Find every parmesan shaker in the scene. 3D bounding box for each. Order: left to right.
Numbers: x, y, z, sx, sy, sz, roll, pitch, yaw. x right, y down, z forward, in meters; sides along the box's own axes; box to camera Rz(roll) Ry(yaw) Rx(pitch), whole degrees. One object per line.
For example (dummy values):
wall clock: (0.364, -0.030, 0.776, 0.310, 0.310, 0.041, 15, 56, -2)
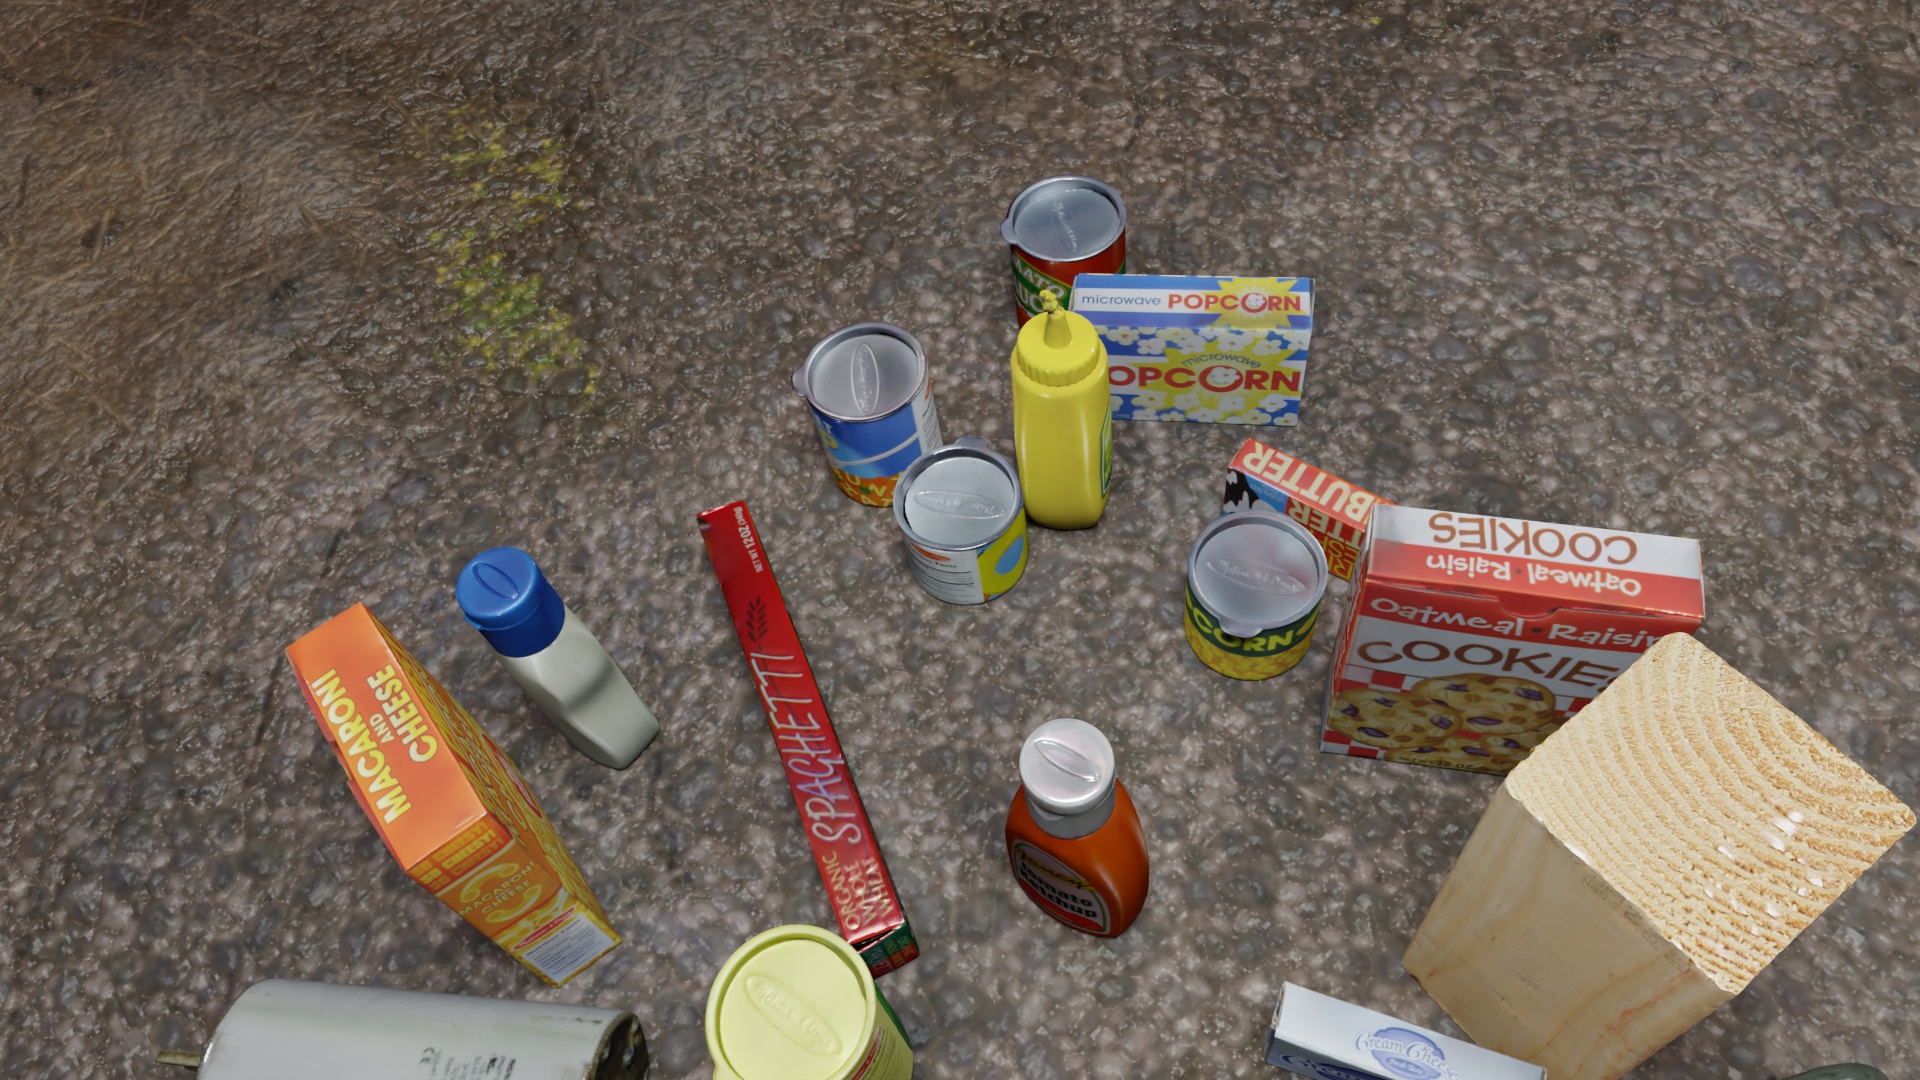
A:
parmesan shaker: (-0.061, 0.208, 0.571, 0.071, 0.102, 0.071, -3, 58, 5)

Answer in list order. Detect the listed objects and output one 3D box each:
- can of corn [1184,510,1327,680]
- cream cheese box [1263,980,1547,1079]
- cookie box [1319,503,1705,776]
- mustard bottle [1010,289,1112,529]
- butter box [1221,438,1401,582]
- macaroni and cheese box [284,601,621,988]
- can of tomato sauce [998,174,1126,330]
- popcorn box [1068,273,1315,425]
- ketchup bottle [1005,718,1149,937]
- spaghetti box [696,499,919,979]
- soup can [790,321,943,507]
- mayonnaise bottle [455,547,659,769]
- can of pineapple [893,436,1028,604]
can of corn: (0.143, 0.030, 0.685, 0.071, 0.058, 0.071, -3, 58, 5)
cream cheese box: (0.178, 0.214, 0.567, 0.104, 0.053, 0.024, 15, 61, 16)
cookie box: (0.227, 0.051, 0.598, 0.123, 0.166, 0.040, 7, 59, 11)
mustard bottle: (0.051, -0.068, 0.699, 0.049, 0.159, 0.065, 3, 58, 9)
butter box: (0.185, -0.010, 0.709, 0.103, 0.053, 0.024, 28, 65, 22)
macaroni and cheese box: (-0.219, 0.117, 0.610, 0.040, 0.165, 0.124, -35, 60, -14)
can of tomato sauce: (0.061, -0.156, 0.799, 0.071, 0.082, 0.071, -3, 58, 5)
popcorn box: (0.124, -0.103, 0.757, 0.127, 0.084, 0.038, 3, 58, 9)
ketchup bottle: (0.048, 0.121, 0.586, 0.065, 0.148, 0.044, 27, 65, 22)
spaghetti box: (-0.078, 0.090, 0.680, 0.029, 0.050, 0.251, -22, 58, -7)
soup can: (-0.049, -0.067, 0.756, 0.071, 0.083, 0.071, -3, 58, 5)
mayonnaise bottle: (-0.191, 0.056, 0.657, 0.065, 0.147, 0.041, 32, 67, 24)
can of pineapple: (0.003, -0.009, 0.728, 0.071, 0.057, 0.071, -3, 58, 5)
